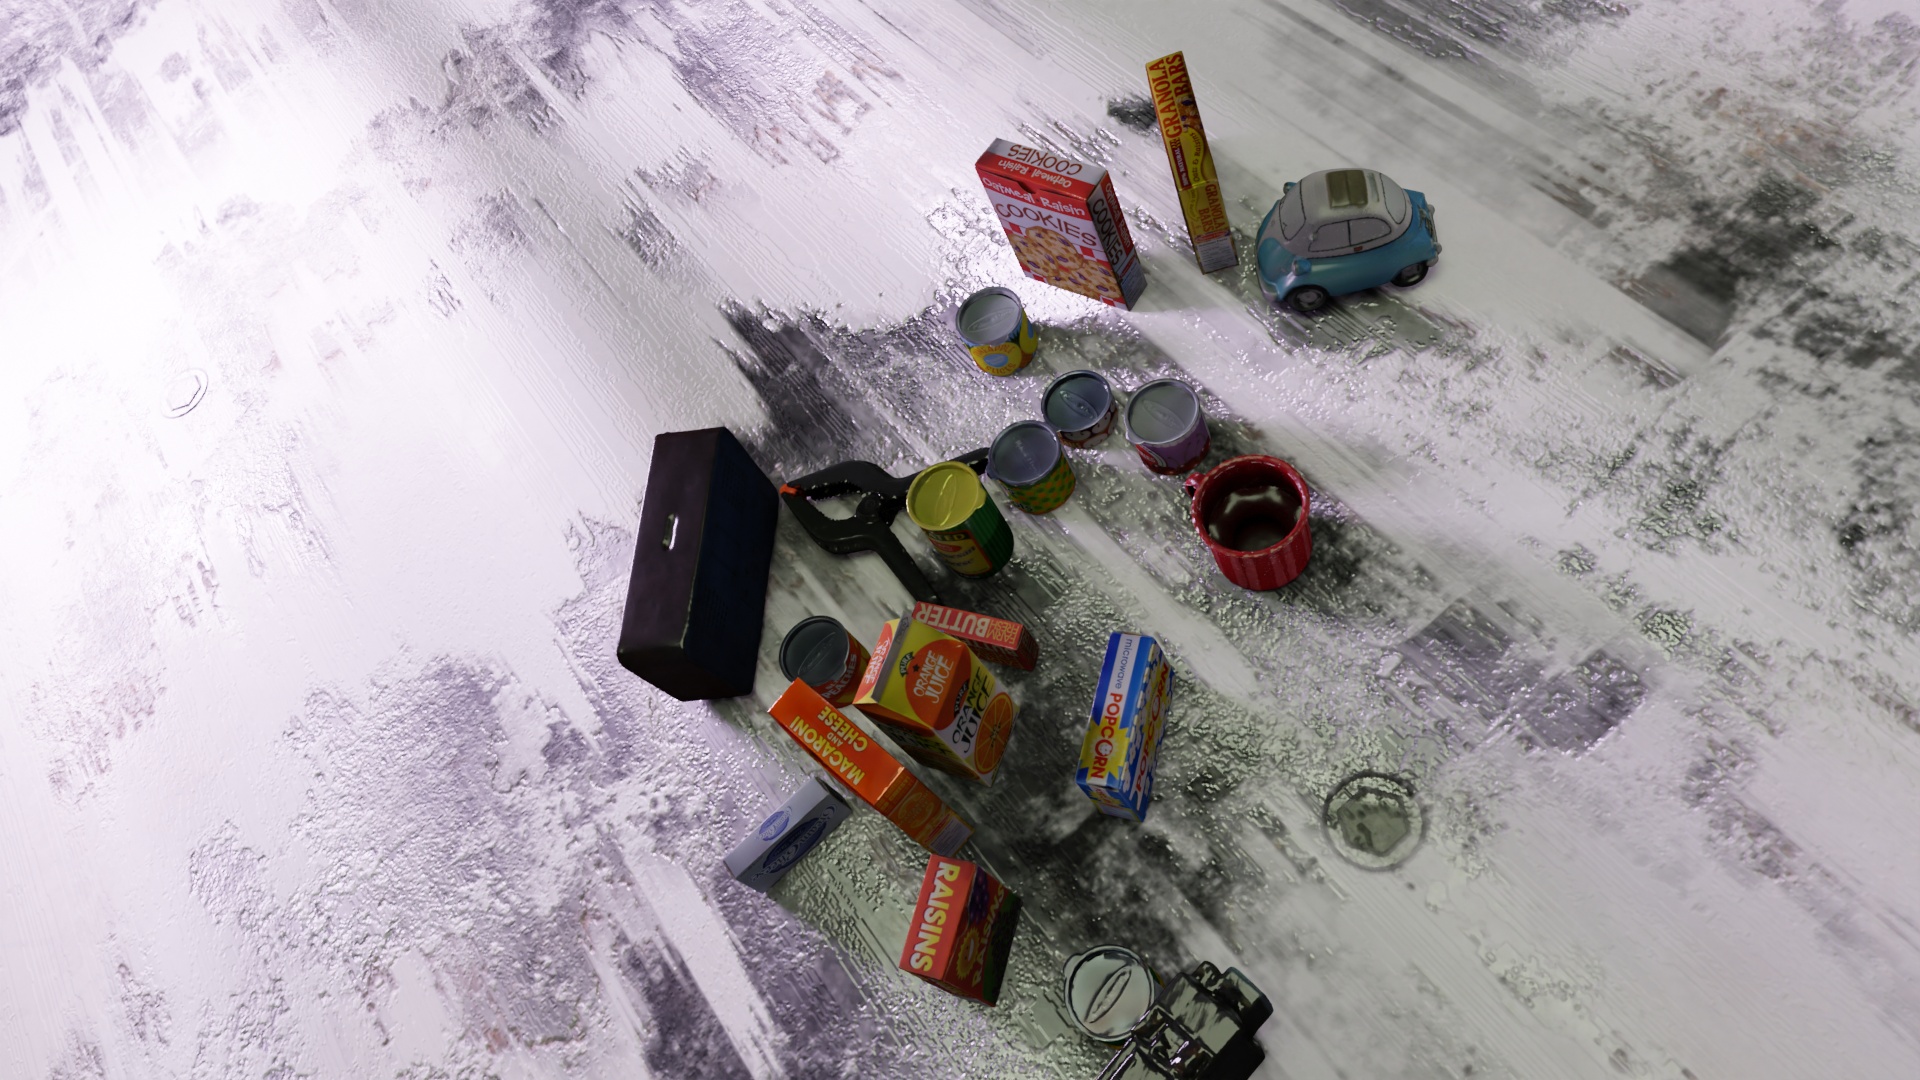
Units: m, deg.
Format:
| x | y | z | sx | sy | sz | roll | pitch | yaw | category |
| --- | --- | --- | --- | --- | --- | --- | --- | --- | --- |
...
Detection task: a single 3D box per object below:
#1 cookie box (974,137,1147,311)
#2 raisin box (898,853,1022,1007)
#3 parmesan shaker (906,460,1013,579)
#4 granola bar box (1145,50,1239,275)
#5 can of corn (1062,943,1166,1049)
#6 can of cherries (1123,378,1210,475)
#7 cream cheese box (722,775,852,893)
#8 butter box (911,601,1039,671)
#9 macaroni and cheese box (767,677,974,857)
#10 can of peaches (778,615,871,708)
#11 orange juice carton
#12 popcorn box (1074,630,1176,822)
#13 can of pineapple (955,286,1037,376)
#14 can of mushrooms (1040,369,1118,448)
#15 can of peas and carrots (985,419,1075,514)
| x | y | z | sx | sy | sz | roll | pitch | yaw | category |
| --- | --- | --- | --- | --- | --- | --- | --- | --- | --- |
| 0.095 | -0.288 | 1.280 | 0.123 | 0.167 | 0.040 | 25 | 75 | 30 | cookie box |
| 0.003 | 0.291 | 1.029 | 0.040 | 0.123 | 0.086 | 8 | 67 | 24 | raisin box |
| 0.004 | -0.015 | 1.205 | 0.071 | 0.102 | 0.071 | -9 | 61 | 16 | parmesan shaker |
| 0.215 | -0.350 | 1.294 | 0.039 | 0.124 | 0.166 | -15 | 59 | 13 | granola bar box |
| 0.112 | 0.330 | 1.006 | 0.071 | 0.058 | 0.071 | -9 | 61 | 16 | can of corn |
| 0.179 | -0.097 | 1.211 | 0.071 | 0.058 | 0.072 | -9 | 61 | 16 | can of cherries |
| -0.142 | 0.244 | 1.150 | 0.104 | 0.053 | 0.024 | -42 | 57 | -5 | cream cheese box |
| 0.012 | 0.081 | 1.180 | 0.103 | 0.053 | 0.024 | 11 | 68 | 25 | butter box |
| -0.067 | 0.183 | 1.088 | 0.124 | 0.166 | 0.040 | 35 | 80 | 31 | macaroni and cheese box |
| -0.115 | 0.108 | 1.210 | 0.071 | 0.058 | 0.071 | -9 | 61 | 16 | can of peaches |
| -0.023 | 0.124 | 1.087 | 0.073 | 0.192 | 0.072 | 12 | 69 | 26 | orange juice carton |
| 0.131 | 0.145 | 1.083 | 0.038 | 0.085 | 0.127 | 6 | 66 | 24 | popcorn box |
| 0.035 | -0.196 | 1.318 | 0.071 | 0.057 | 0.071 | -9 | 61 | 16 | can of pineapple |
| 0.107 | -0.118 | 1.263 | 0.071 | 0.033 | 0.071 | -9 | 61 | 16 | can of mushrooms |
| 0.063 | -0.063 | 1.236 | 0.071 | 0.058 | 0.071 | -9 | 61 | 16 | can of peas and carrots |
